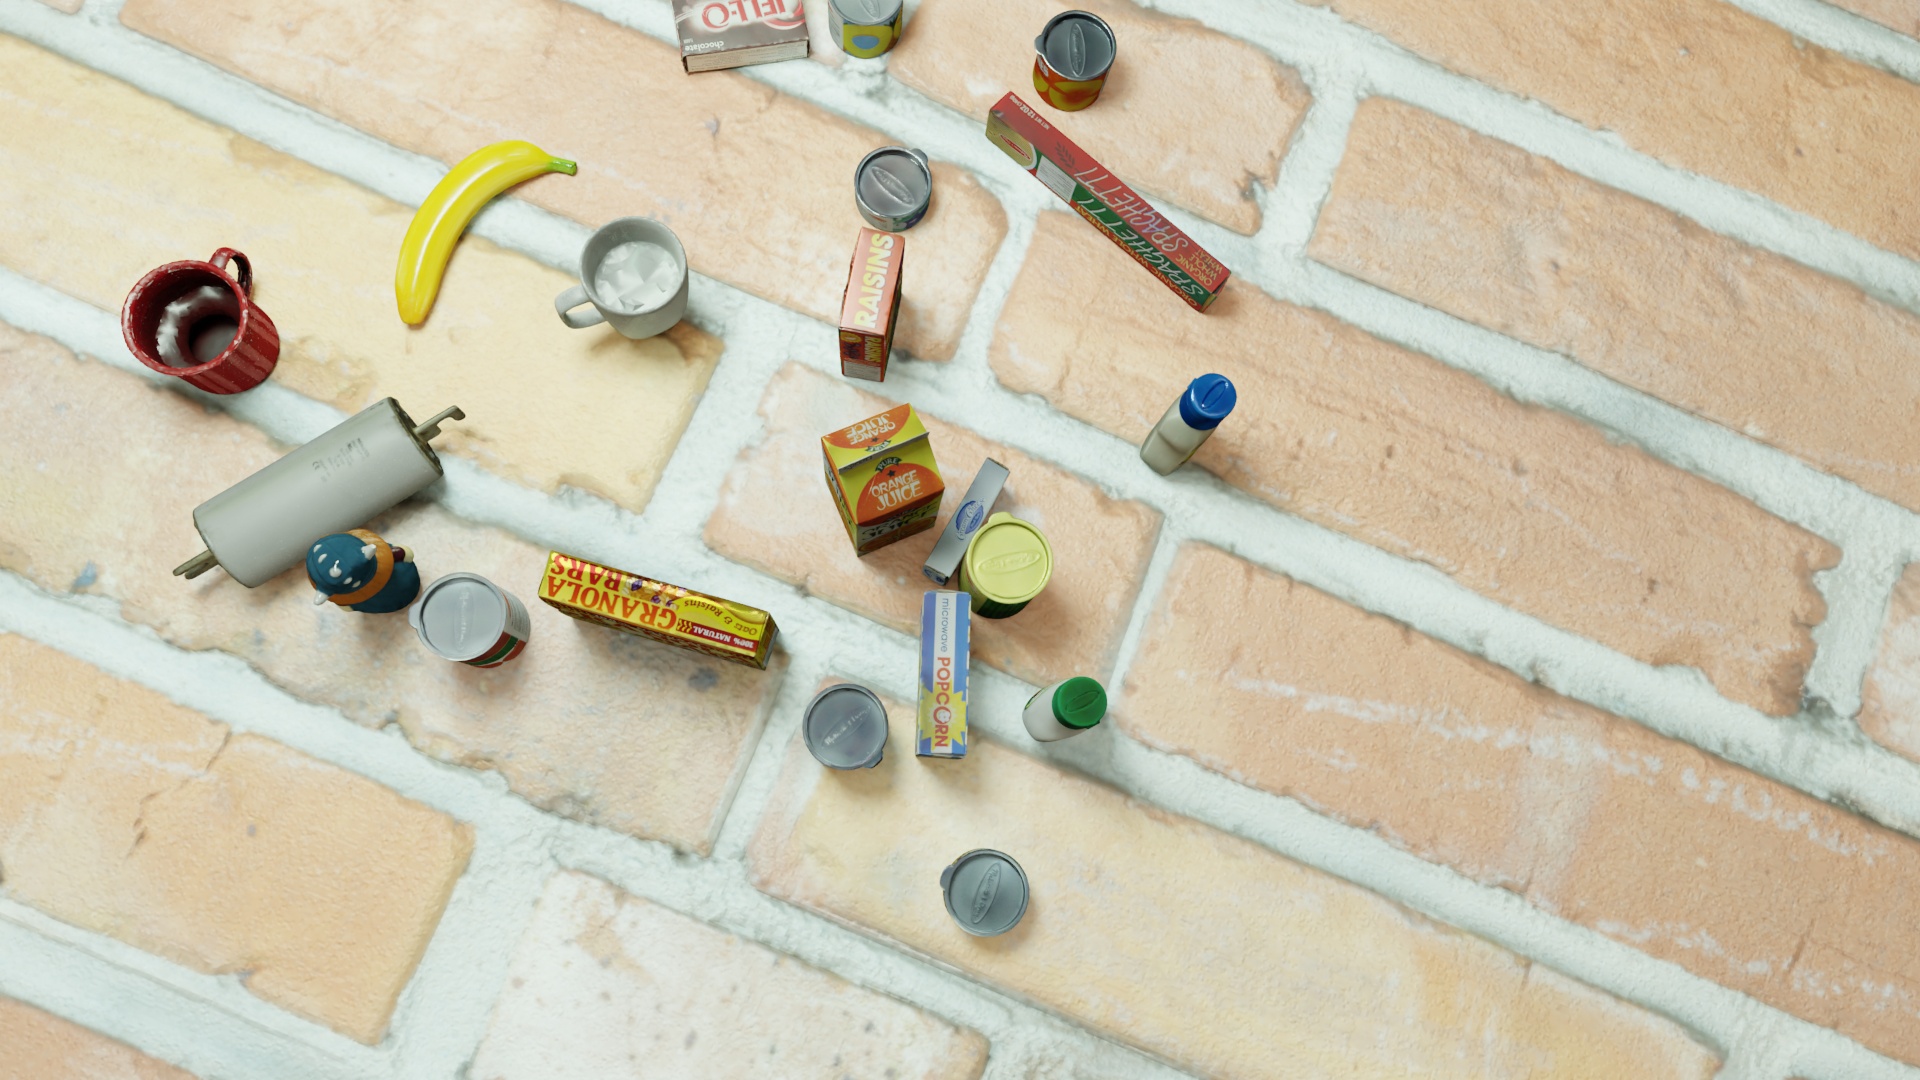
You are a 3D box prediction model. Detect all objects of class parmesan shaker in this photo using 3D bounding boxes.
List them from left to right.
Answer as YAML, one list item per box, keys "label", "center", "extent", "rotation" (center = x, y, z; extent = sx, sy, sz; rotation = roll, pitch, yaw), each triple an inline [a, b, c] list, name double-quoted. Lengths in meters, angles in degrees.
- label: "parmesan shaker"
  center: [0.033, 0.021, 1.099]
  extent: [0.071, 0.103, 0.071]
  rotation: [1, 80, -4]

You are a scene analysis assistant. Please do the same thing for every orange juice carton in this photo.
- label: "orange juice carton"
  center: [-0.060, -0.047, 1.059]
  extent: [0.072, 0.192, 0.073]
  rotation: [-22, 82, -8]

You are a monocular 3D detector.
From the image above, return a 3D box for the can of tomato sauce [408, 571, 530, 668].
- label: "can of tomato sauce"
  center: [-0.376, 0.064, 1.070]
  extent: [0.071, 0.083, 0.071]
  rotation: [1, 80, -4]

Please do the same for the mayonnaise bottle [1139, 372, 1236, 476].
- label: "mayonnaise bottle"
  center: [0.184, -0.095, 1.110]
  extent: [0.041, 0.148, 0.065]
  rotation: [40, 80, 3]

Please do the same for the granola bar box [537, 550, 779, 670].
- label: "granola bar box"
  center: [-0.226, 0.057, 1.062]
  extent: [0.166, 0.124, 0.039]
  rotation: [16, 79, -1]

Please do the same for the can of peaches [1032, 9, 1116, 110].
- label: "can of peaches"
  center: [0.096, -0.417, 1.209]
  extent: [0.071, 0.058, 0.071]
  rotation: [1, 80, -4]

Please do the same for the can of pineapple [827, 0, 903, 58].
- label: "can of pineapple"
  center: [-0.081, -0.462, 1.204]
  extent: [0.071, 0.057, 0.071]
  rotation: [1, 80, -4]

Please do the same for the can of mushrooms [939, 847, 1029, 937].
- label: "can of mushrooms"
  center: [0.017, 0.273, 1.086]
  extent: [0.071, 0.033, 0.071]
  rotation: [1, 79, -4]

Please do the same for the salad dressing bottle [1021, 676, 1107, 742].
- label: "salad dressing bottle"
  center: [0.083, 0.127, 1.060]
  extent: [0.064, 0.147, 0.044]
  rotation: [-27, 83, -8]

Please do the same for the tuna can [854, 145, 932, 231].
- label: "tuna can"
  center: [-0.056, -0.302, 1.189]
  extent: [0.071, 0.032, 0.071]
  rotation: [1, 79, -4]

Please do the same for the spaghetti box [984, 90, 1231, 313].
- label: "spaghetti box"
  center: [0.125, -0.289, 1.192]
  extent: [0.250, 0.050, 0.029]
  rotation: [40, 80, 4]

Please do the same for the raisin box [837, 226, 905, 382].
- label: "raisin box"
  center: [-0.072, -0.188, 1.120]
  extent: [0.040, 0.123, 0.086]
  rotation: [12, 79, -2]

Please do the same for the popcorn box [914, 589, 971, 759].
- label: "popcorn box"
  center: [-0.014, 0.107, 1.088]
  extent: [0.038, 0.085, 0.127]
  rotation: [3, 79, -4]

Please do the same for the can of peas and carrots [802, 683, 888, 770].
- label: "can of peas and carrots"
  center: [-0.088, 0.149, 1.088]
  extent: [0.071, 0.058, 0.071]
  rotation: [1, 80, -4]

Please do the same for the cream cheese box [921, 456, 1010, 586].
- label: "cream cheese box"
  center: [0.004, -0.014, 1.129]
  extent: [0.024, 0.053, 0.104]
  rotation: [30, 79, 1]
